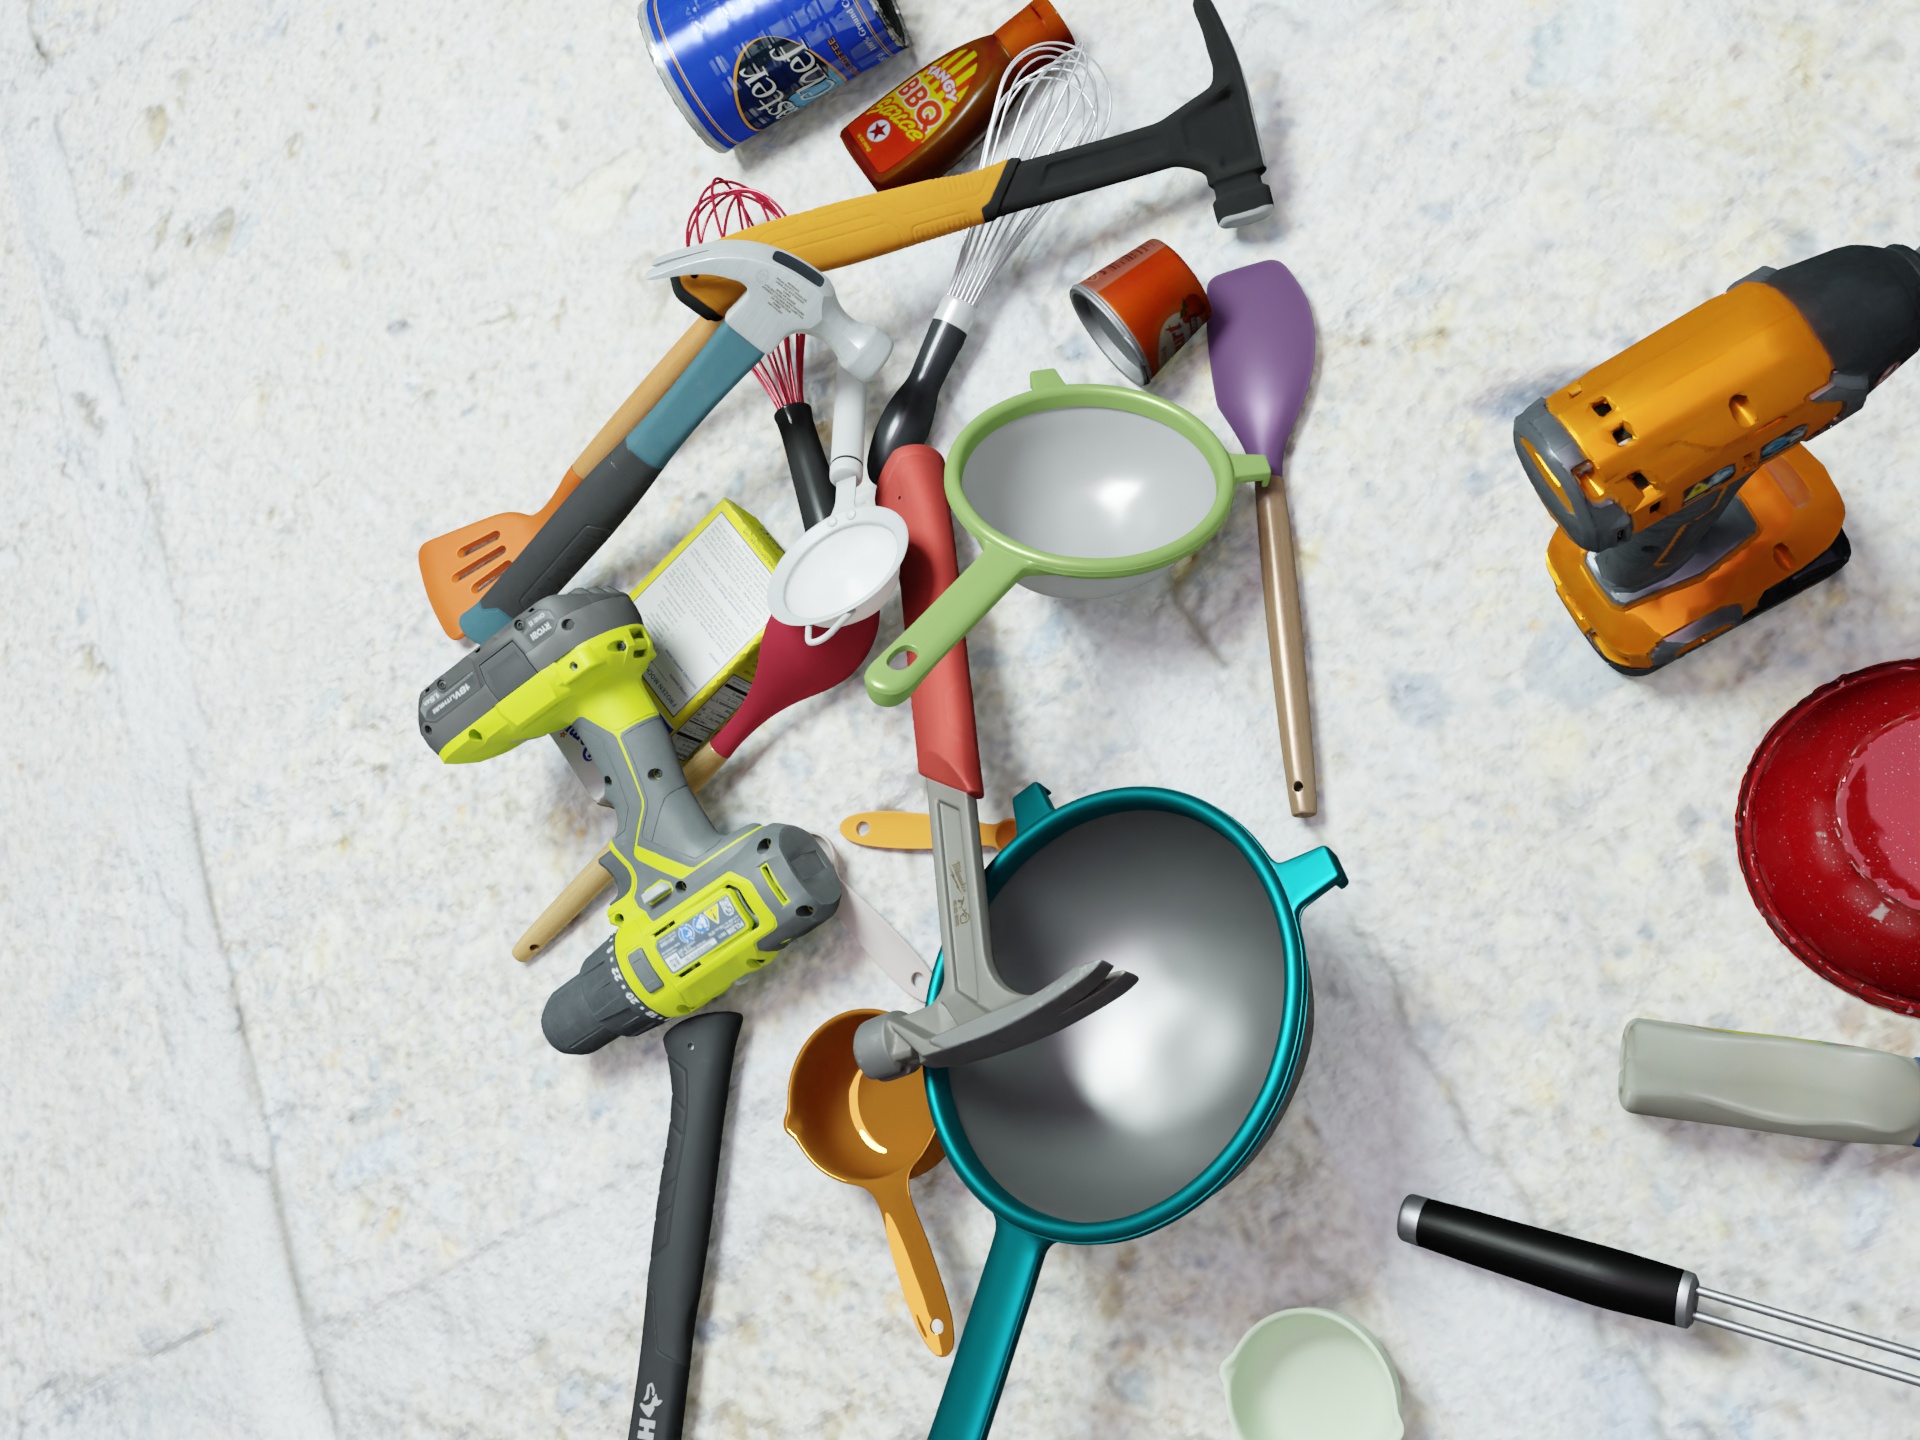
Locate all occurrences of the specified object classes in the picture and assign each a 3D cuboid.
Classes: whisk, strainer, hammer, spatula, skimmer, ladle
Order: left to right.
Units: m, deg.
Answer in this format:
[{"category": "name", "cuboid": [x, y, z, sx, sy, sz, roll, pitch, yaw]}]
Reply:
[{"category": "spatula", "cuboid": [-0.229, -0.172, 0.990, 0.322, 0.041, 0.081, -40, 63, 27]}, {"category": "hammer", "cuboid": [-0.192, -0.148, 0.935, 0.331, 0.128, 0.033, -41, 23, 28]}, {"category": "hammer", "cuboid": [-0.151, 0.324, 0.849, 0.146, 0.035, 0.335, 0, 76, 24]}, {"category": "ladle", "cuboid": [-0.159, 0.033, 0.926, 0.315, 0.069, 0.031, -45, 39, 12]}, {"category": "whisk", "cuboid": [-0.107, -0.203, 0.963, 0.073, 0.073, 0.296, -22, 74, 16]}, {"category": "strainer", "cuboid": [-0.062, -0.132, 0.894, 0.087, 0.050, 0.259, -16, 52, 21]}, {"category": "hammer", "cuboid": [-0.003, -0.298, 0.889, 0.337, 0.034, 0.127, -15, 95, 5]}, {"category": "hammer", "cuboid": [-0.001, -0.003, 0.824, 0.149, 0.036, 0.359, -27, 52, 30]}, {"category": "whisk", "cuboid": [0.011, -0.267, 0.932, 0.070, 0.070, 0.284, 25, 91, 27]}, {"category": "strainer", "cuboid": [0.036, -0.076, 0.818, 0.151, 0.069, 0.256, 28, 56, 23]}, {"category": "strainer", "cuboid": [0.067, 0.204, 0.745, 0.211, 0.095, 0.340, 11, 77, 46]}, {"category": "spatula", "cuboid": [0.168, -0.104, 0.839, 0.060, 0.018, 0.316, -10, 71, 25]}, {"category": "skimmer", "cuboid": [0.367, 0.255, 0.651, 0.363, 0.090, 0.127, 8, 82, 35]}]

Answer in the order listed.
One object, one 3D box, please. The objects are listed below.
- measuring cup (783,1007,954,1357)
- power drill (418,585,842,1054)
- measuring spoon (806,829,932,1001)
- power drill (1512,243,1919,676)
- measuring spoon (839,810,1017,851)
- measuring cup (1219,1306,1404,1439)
[{"category": "measuring cup", "cuboid": [-0.027, 0.233, 0.812, 0.095, 0.052, 0.174, -25, 69, 15]}, {"category": "power drill", "cuboid": [-0.198, 0.060, 0.883, 0.190, 0.080, 0.228, -34, 86, 17]}, {"category": "measuring spoon", "cuboid": [-0.053, 0.109, 0.880, 0.124, 0.018, 0.034, 45, 102, 20]}, {"category": "power drill", "cuboid": [0.320, -0.107, 0.658, 0.164, 0.226, 0.084, -31, 66, 13]}, {"category": "measuring spoon", "cuboid": [-0.015, 0.062, 0.878, 0.117, 0.011, 0.021, 1, 76, 27]}, {"category": "measuring cup", "cuboid": [0.151, 0.348, 0.713, 0.083, 0.038, 0.167, 10, 82, 25]}]
